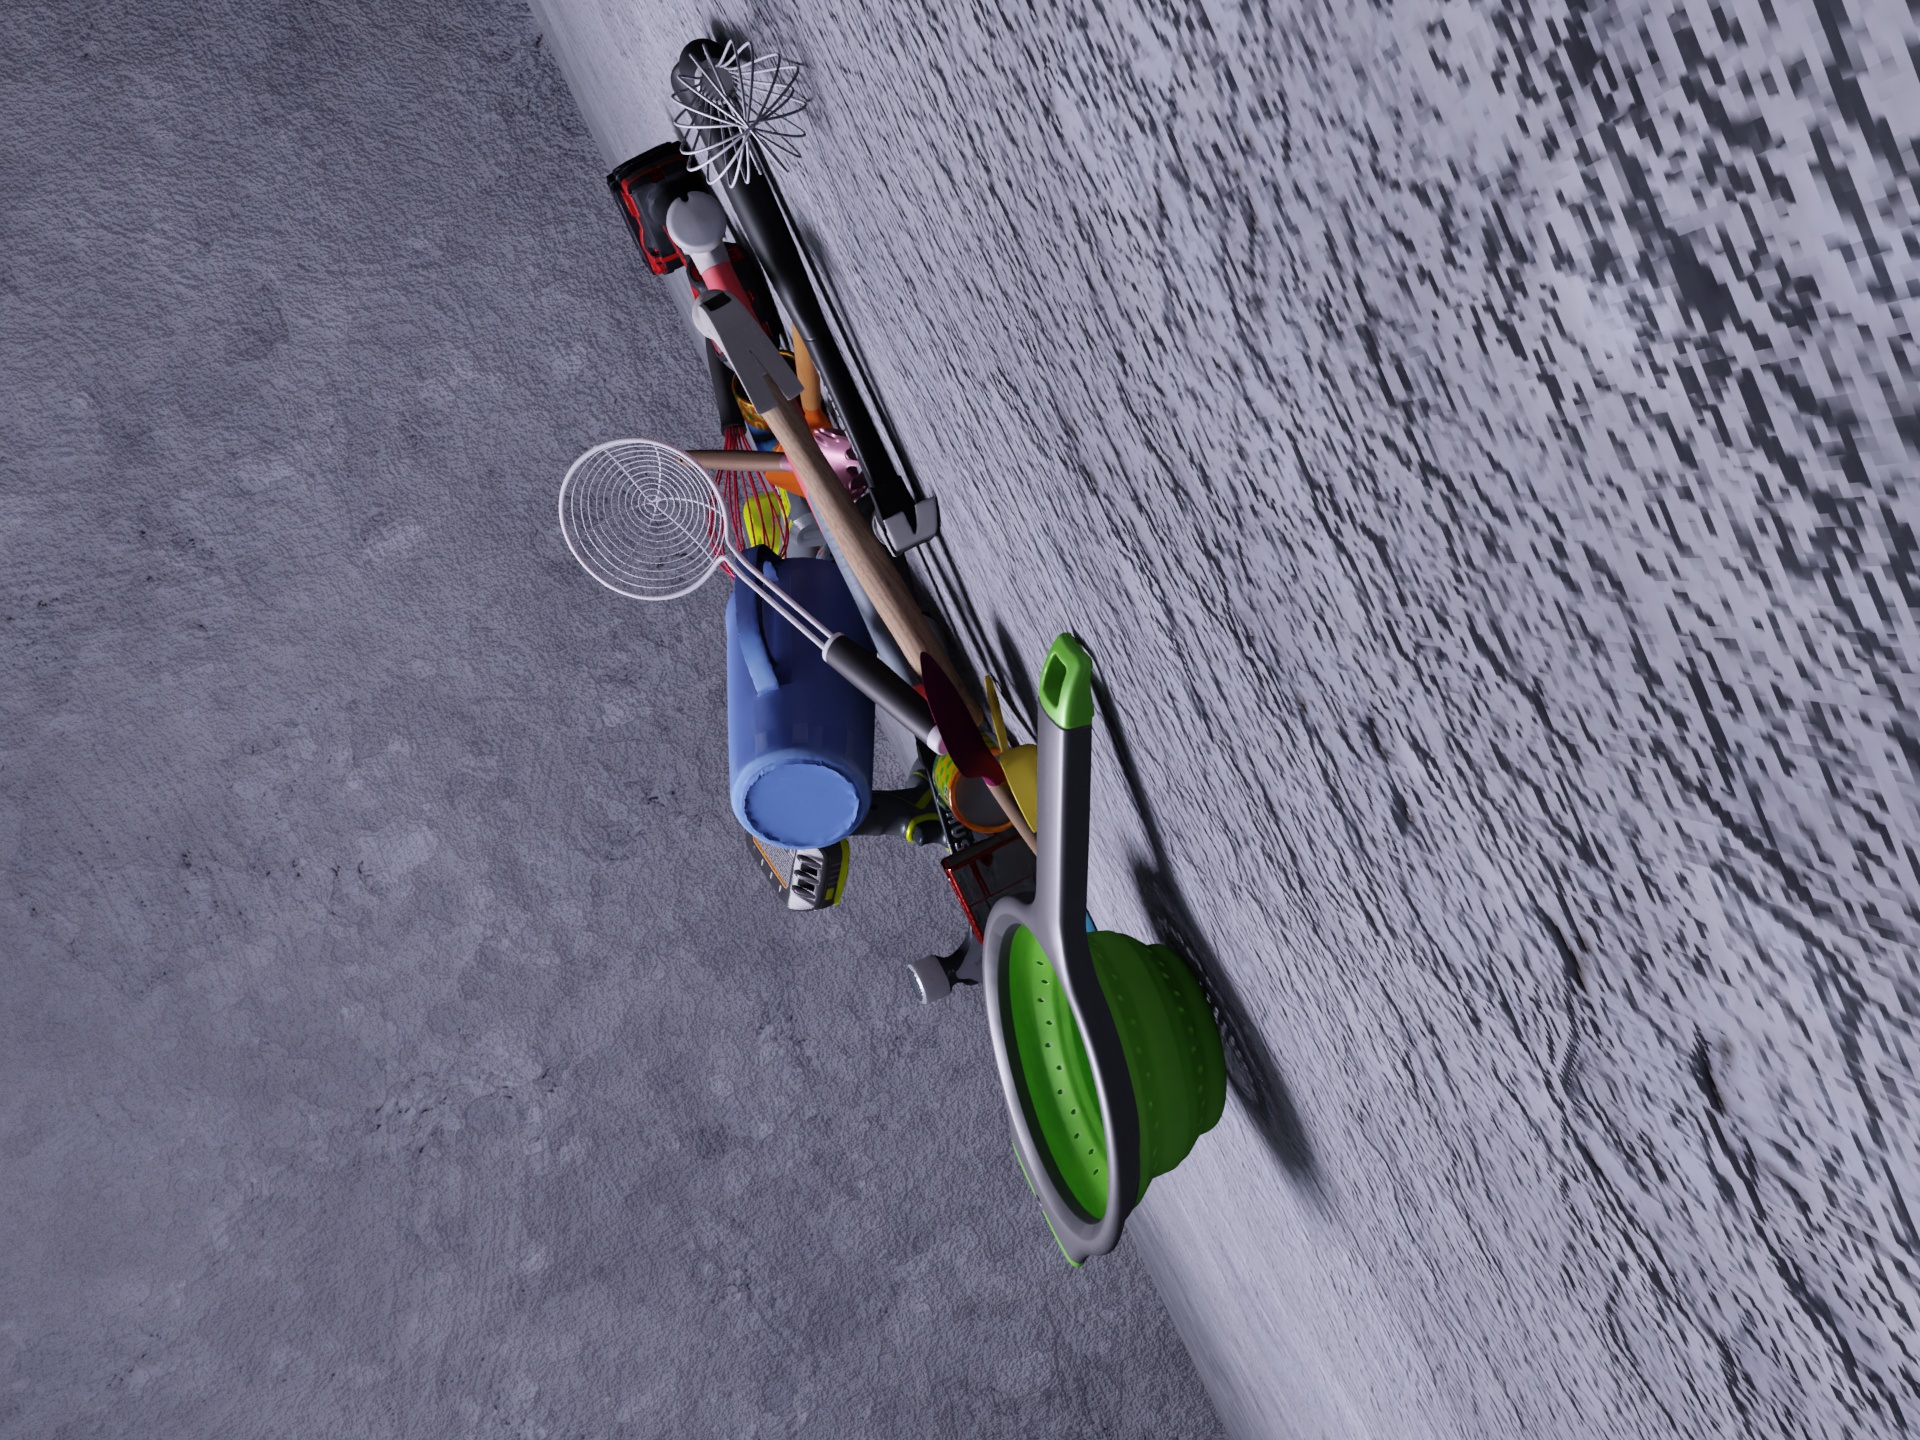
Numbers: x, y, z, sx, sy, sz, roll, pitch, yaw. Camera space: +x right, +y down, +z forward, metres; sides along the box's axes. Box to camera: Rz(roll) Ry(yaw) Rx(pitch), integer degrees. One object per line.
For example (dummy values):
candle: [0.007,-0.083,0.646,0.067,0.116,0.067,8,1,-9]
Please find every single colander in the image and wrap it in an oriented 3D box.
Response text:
colander: [0.088,0.123,0.865,0.205,0.094,0.396,-122,26,-52]

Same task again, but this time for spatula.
spatula: [-0.119,-0.247,1.228,0.081,0.041,0.322,19,167,2]

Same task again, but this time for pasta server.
pasta server: [-0.161,-0.210,1.293,0.316,0.040,0.060,14,114,52]

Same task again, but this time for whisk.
whisk: [-0.200,-0.243,1.424,0.073,0.073,0.296,75,-176,-66]
whisk: [-0.125,-0.333,0.836,0.285,0.070,0.070,-115,1,-59]

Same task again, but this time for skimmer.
skimmer: [-0.148,-0.080,1.120,0.364,0.090,0.127,39,121,31]

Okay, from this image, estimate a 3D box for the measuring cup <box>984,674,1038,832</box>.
measuring cup: [0.041,0.012,1.079,0.157,0.029,0.062,-104,-12,-52]

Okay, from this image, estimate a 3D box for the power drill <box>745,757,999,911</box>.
power drill: [-0.050,0.098,1.357,0.191,0.228,0.080,47,133,48]

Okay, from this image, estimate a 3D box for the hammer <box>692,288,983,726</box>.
hammer: [-0.072,-0.125,1.028,0.331,0.031,0.130,59,177,-25]

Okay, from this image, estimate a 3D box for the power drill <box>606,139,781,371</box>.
power drill: [-0.225,-0.398,1.408,0.220,0.078,0.143,57,173,32]

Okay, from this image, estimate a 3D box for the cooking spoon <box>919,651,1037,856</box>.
cooking spoon: [0.032,0.050,1.089,0.318,0.017,0.069,56,-160,-53]

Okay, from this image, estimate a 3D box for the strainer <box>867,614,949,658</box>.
strainer: [-0.002,-0.004,1.302,0.087,0.050,0.258,-8,117,57]

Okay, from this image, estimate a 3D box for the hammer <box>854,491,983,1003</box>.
hammer: [-0.016,0.018,1.237,0.036,0.149,0.408,32,140,64]

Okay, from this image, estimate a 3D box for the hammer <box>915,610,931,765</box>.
hammer: [-0.074,-0.101,1.502,0.359,0.036,0.149,-120,17,-58]

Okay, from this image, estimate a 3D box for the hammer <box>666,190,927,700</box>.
hammer: [-0.105,-0.176,1.122,0.143,0.038,0.386,-125,10,-79]

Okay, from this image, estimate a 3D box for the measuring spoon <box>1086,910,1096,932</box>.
measuring spoon: [0.074,0.124,1.266,0.128,0.021,0.042,64,175,-14]

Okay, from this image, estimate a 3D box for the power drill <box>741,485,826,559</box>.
power drill: [-0.163,-0.212,1.535,0.223,0.080,0.171,110,143,-65]

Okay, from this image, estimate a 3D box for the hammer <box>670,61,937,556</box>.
hammer: [-0.098,-0.260,1.018,0.334,0.035,0.146,65,176,-12]
